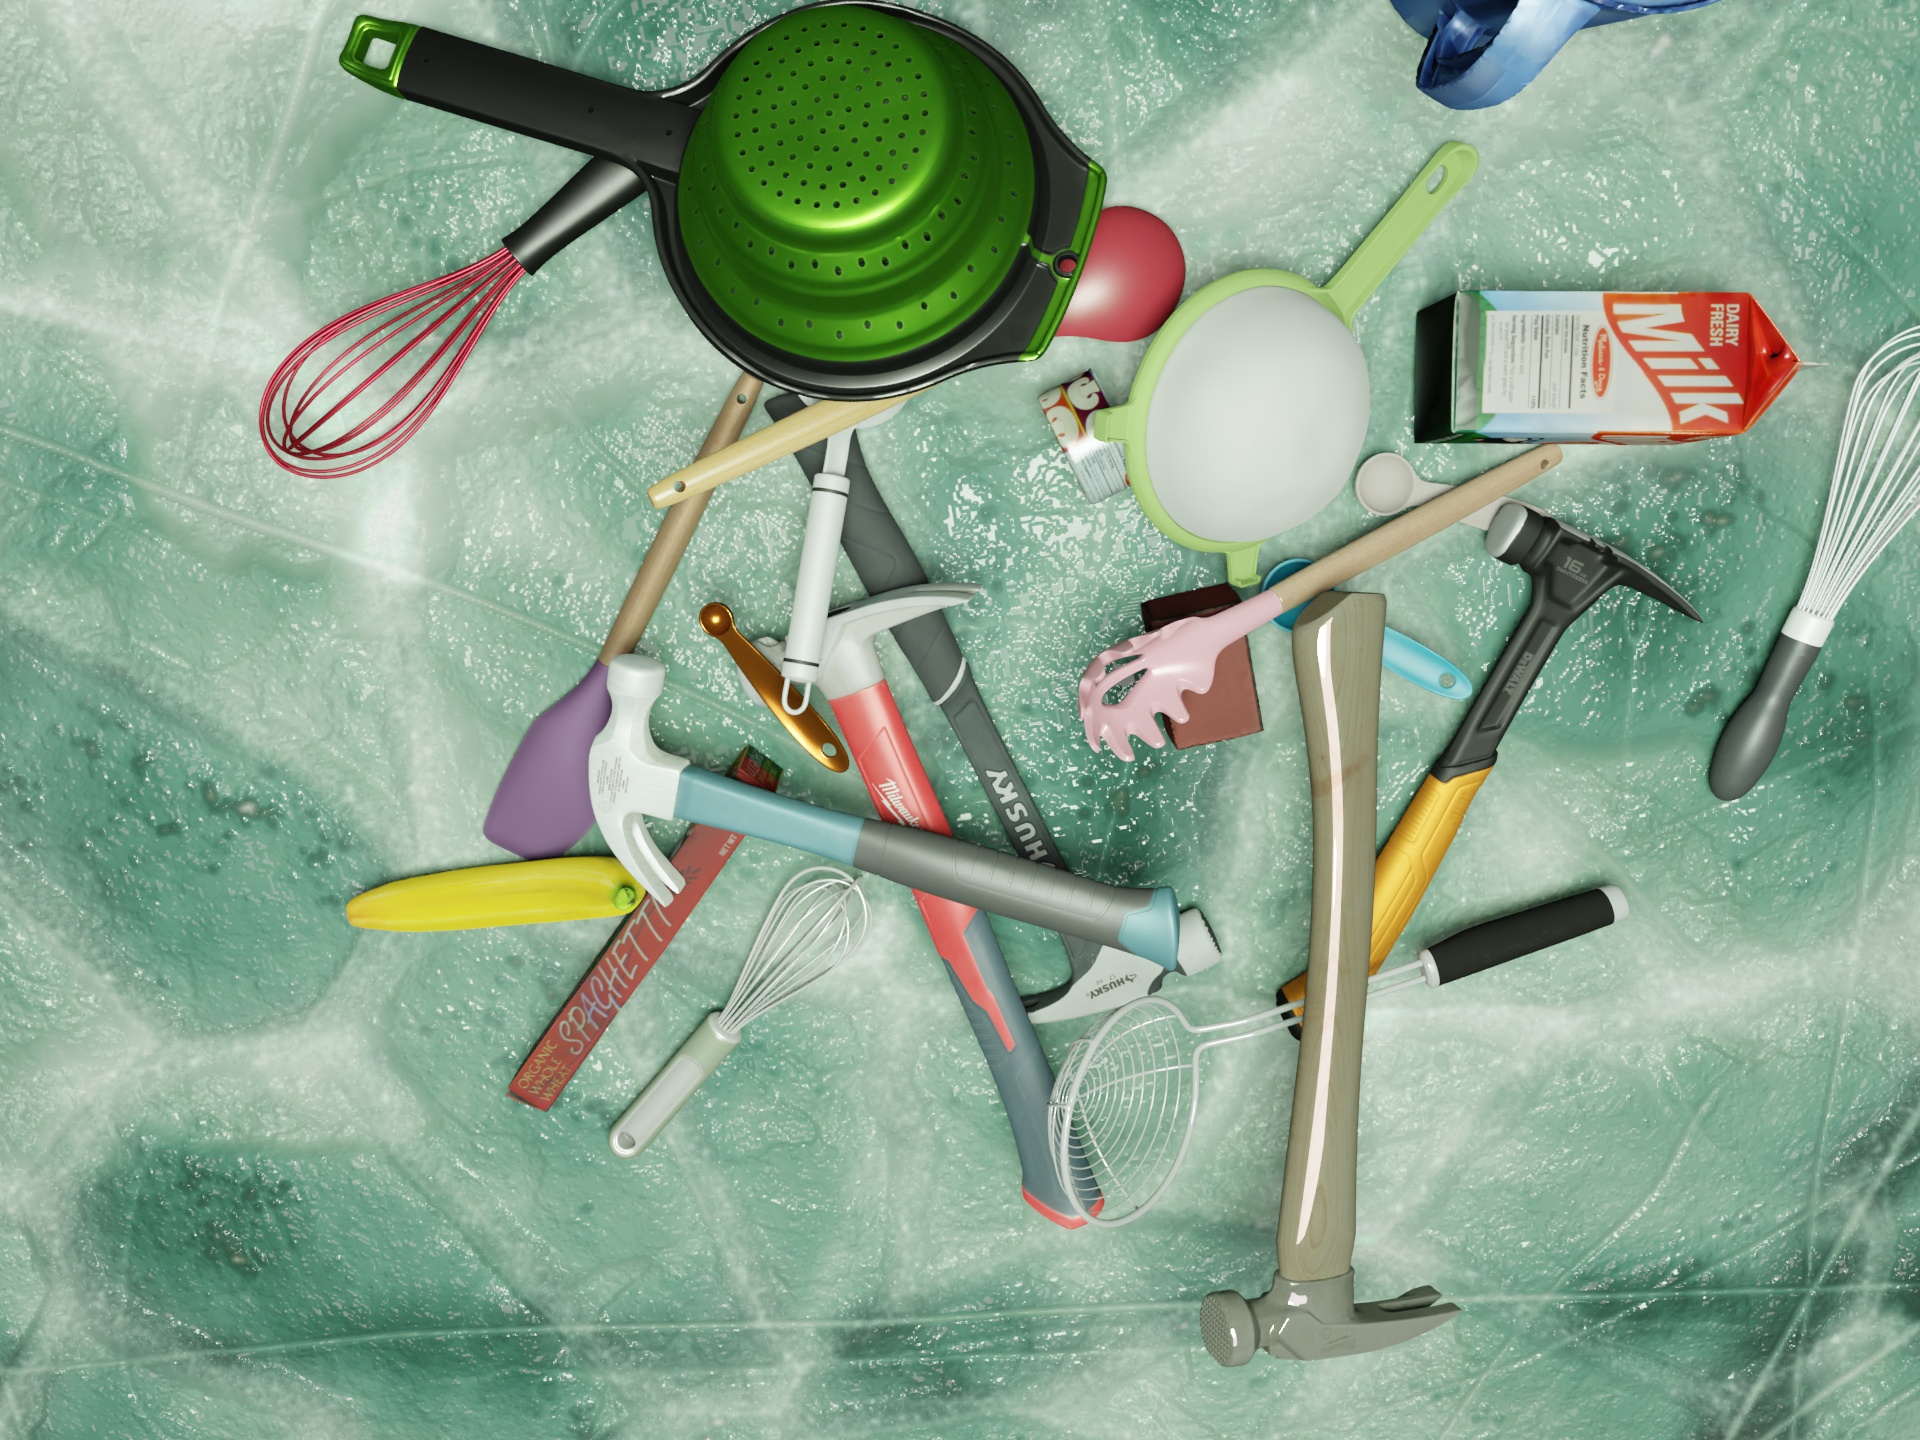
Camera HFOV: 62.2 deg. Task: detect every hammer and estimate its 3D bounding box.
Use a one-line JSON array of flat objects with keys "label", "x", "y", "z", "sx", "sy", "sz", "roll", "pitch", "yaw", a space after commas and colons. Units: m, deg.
[{"label": "hammer", "x": -0.001, "y": -0.003, "z": 0.907, "sx": 0.149, "sy": 0.036, "sz": 0.408, "roll": -26, "pitch": 104, "yaw": 8}, {"label": "hammer", "x": -0.041, "y": 0.068, "z": 0.849, "sx": 0.331, "sy": 0.033, "sz": 0.128, "roll": 16, "pitch": 109, "yaw": 5}, {"label": "hammer", "x": 0.286, "y": 0.049, "z": 0.920, "sx": 0.127, "sy": 0.034, "sz": 0.337, "roll": 23, "pitch": 106, "yaw": -12}, {"label": "hammer", "x": 0.013, "y": 0.113, "z": 0.894, "sx": 0.143, "sy": 0.038, "sz": 0.386, "roll": -18, "pitch": 103, "yaw": 22}, {"label": "hammer", "x": 0.208, "y": 0.138, "z": 0.845, "sx": 0.146, "sy": 0.038, "sz": 0.410, "roll": -1, "pitch": 97, "yaw": -18}]

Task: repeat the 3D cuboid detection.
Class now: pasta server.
[{"label": "pasta server", "x": 0.194, "y": -0.073, "z": 0.844, "sx": 0.316, "sy": 0.040, "sz": 0.060, "roll": -28, "pitch": 120, "yaw": -10}]

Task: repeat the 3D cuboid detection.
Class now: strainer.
[{"label": "strainer", "x": 0.196, "y": -0.191, "z": 0.815, "sx": 0.256, "sy": 0.069, "sz": 0.151, "roll": -51, "pitch": 128, "yaw": 0}, {"label": "strainer", "x": -0.064, "y": -0.130, "z": 0.828, "sx": 0.086, "sy": 0.050, "sz": 0.258, "roll": 10, "pitch": 90, "yaw": -34}]

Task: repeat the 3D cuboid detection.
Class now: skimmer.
[{"label": "skimmer", "x": 0.218, "y": 0.174, "z": 0.888, "sx": 0.363, "sy": 0.090, "sz": 0.127, "roll": -18, "pitch": 114, "yaw": -3}]

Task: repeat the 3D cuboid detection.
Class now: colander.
[{"label": "colander", "x": -0.130, "y": -0.288, "z": 0.756, "sx": 0.397, "sy": 0.094, "sz": 0.204, "roll": 19, "pitch": 85, "yaw": 7}]

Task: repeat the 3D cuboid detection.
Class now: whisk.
[{"label": "whisk", "x": -0.246, "y": -0.229, "z": 0.832, "sx": 0.296, "sy": 0.073, "sz": 0.073, "roll": -38, "pitch": 103, "yaw": 3}, {"label": "whisk", "x": -0.136, "y": 0.179, "z": 0.951, "sx": 0.058, "sy": 0.059, "sz": 0.246, "roll": 41, "pitch": 107, "yaw": 1}, {"label": "whisk", "x": 0.482, "y": -0.081, "z": 0.877, "sx": 0.070, "sy": 0.070, "sz": 0.284, "roll": 16, "pitch": 110, "yaw": -5}]

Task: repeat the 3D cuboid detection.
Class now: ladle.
[{"label": "ladle", "x": -0.015, "y": -0.179, "z": 0.804, "sx": 0.315, "sy": 0.031, "sz": 0.069, "roll": -28, "pitch": 103, "yaw": -12}]

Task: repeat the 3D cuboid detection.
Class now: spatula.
[{"label": "spatula", "x": -0.185, "y": -0.053, "z": 0.899, "sx": 0.059, "sy": 0.018, "sz": 0.316, "roll": 26, "pitch": 105, "yaw": -10}]

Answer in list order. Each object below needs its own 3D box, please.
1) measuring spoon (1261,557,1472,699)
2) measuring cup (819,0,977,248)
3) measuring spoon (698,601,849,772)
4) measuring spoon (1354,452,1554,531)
[{"label": "measuring spoon", "x": 0.227, "y": -0.048, "z": 0.887, "sx": 0.128, "sy": 0.021, "sz": 0.042, "roll": 31, "pitch": 106, "yaw": 8}, {"label": "measuring cup", "x": -0.034, "y": -0.319, "z": 0.822, "sx": 0.083, "sy": 0.038, "sz": 0.167, "roll": -27, "pitch": 87, "yaw": 5}, {"label": "measuring spoon", "x": -0.098, "y": -0.018, "z": 0.855, "sx": 0.021, "sy": 0.011, "sz": 0.117, "roll": -36, "pitch": 100, "yaw": 26}, {"label": "measuring spoon", "x": 0.275, "y": -0.121, "z": 0.887, "sx": 0.124, "sy": 0.018, "sz": 0.034, "roll": 13, "pitch": 97, "yaw": -11}]
